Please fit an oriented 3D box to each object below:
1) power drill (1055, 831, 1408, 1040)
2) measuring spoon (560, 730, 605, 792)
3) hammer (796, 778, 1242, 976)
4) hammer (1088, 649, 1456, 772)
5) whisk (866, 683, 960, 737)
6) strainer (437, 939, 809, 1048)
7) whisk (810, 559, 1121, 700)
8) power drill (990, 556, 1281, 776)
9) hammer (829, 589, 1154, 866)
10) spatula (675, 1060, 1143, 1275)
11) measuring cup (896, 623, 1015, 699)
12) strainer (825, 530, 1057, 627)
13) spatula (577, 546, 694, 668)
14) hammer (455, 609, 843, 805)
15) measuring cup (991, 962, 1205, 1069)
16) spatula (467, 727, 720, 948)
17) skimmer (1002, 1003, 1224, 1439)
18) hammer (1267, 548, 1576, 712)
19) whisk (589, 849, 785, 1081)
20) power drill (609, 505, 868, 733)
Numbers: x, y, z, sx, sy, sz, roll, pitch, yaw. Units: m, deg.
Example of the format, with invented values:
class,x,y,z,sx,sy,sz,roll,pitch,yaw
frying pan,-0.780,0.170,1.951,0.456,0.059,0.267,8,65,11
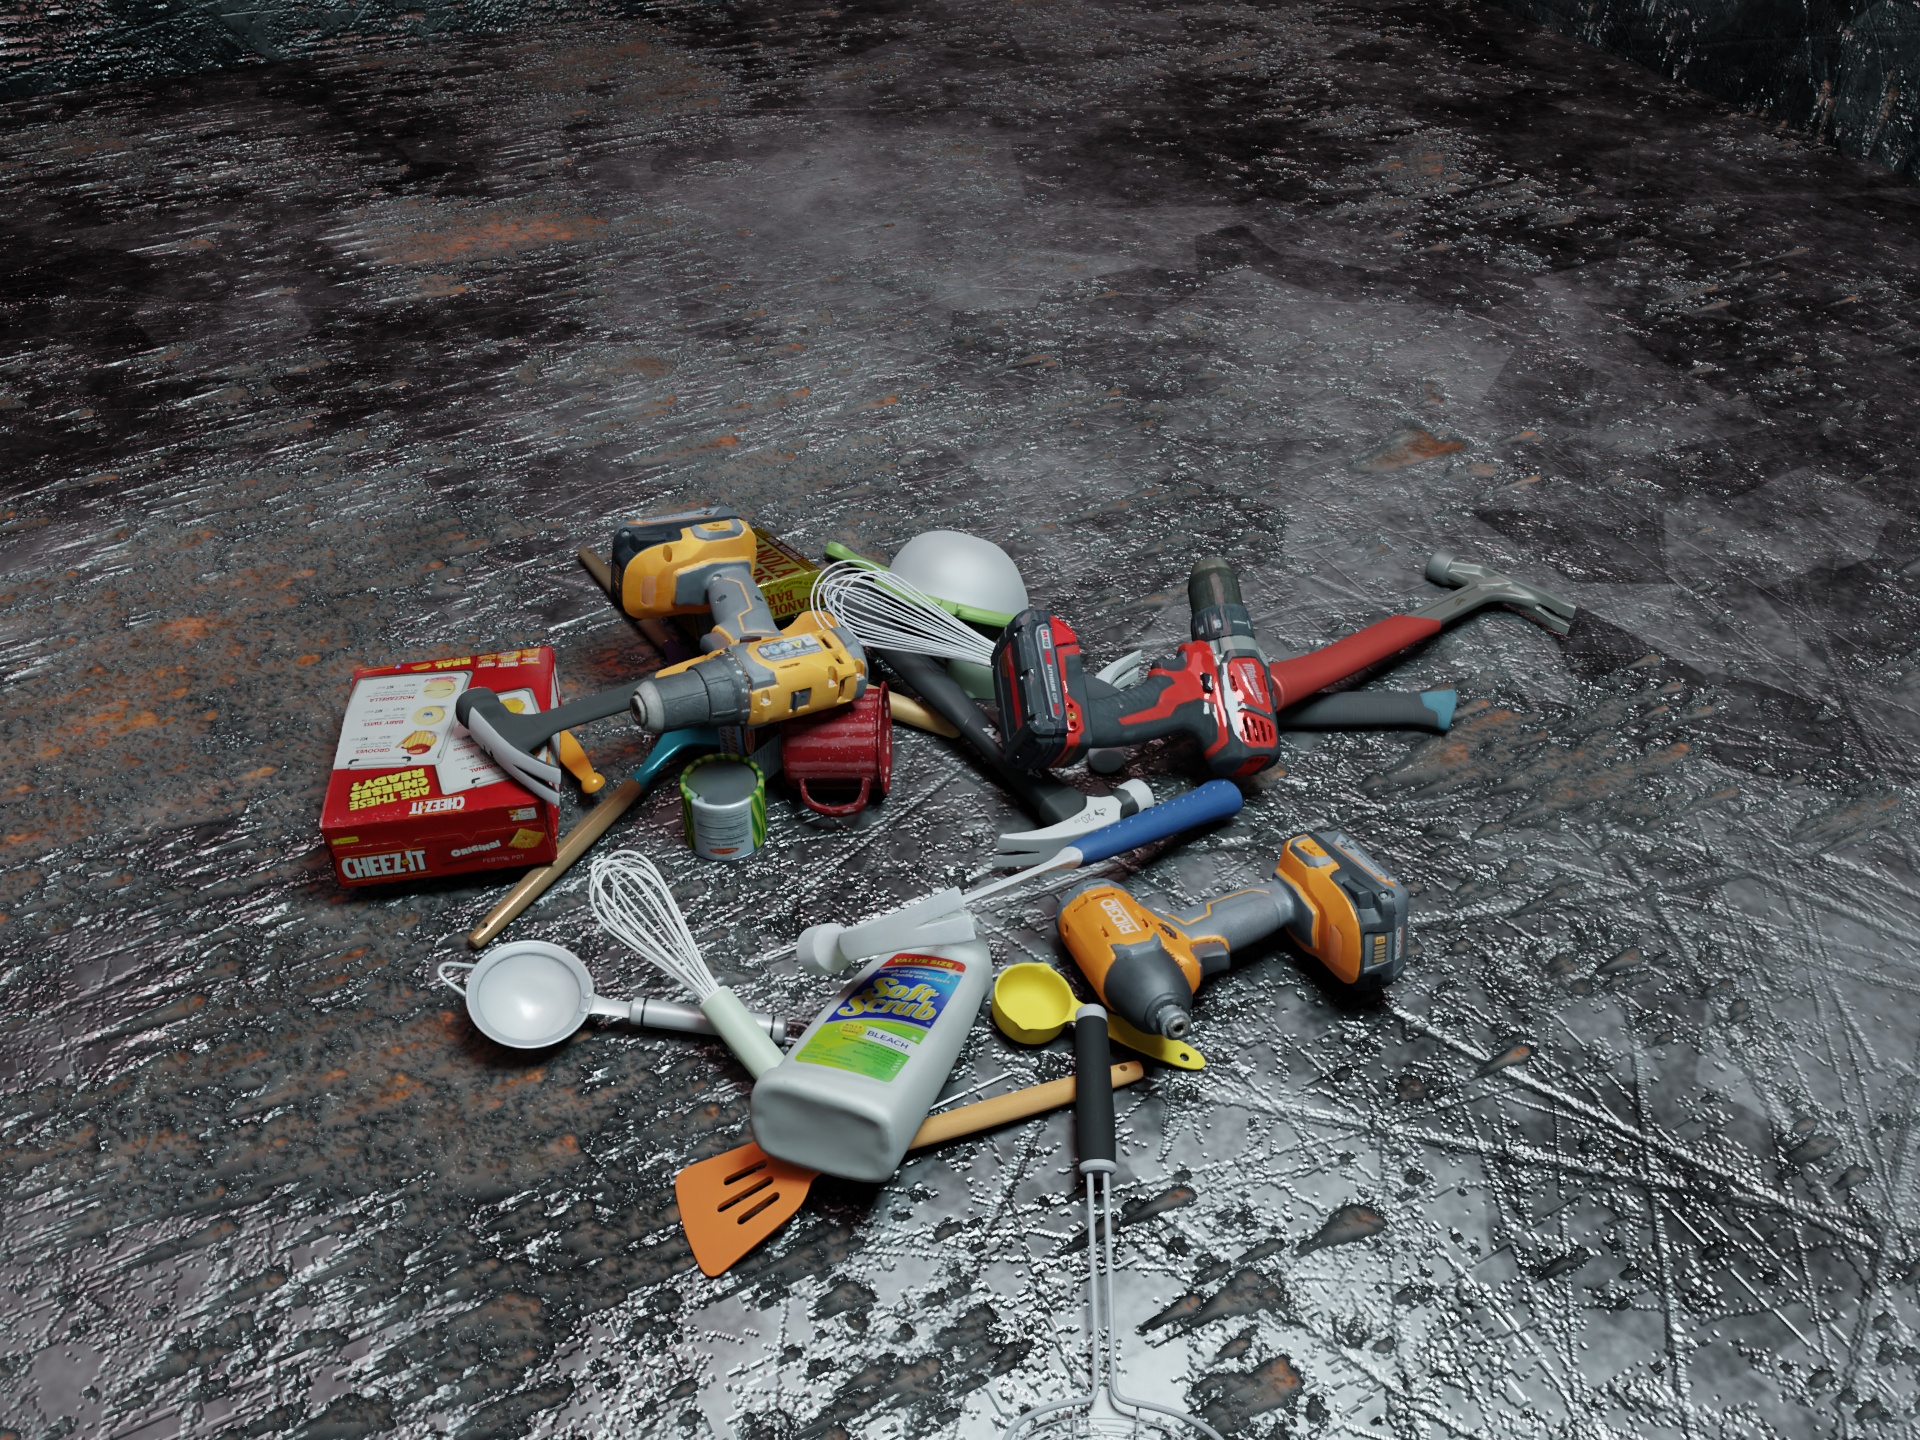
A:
class,x,y,z,sx,sy,sz,roll,pitch,yaw
power drill,0.198,0.158,1.128,0.226,0.084,0.164,-10,25,-12
measuring spoon,-0.320,0.029,1.308,0.021,0.011,0.117,-33,38,-15
hammer,0.077,0.102,1.147,0.405,0.035,0.144,-16,-3,-44
hammer,0.270,-0.008,1.383,0.331,0.033,0.128,0,42,-3
whisk,-0.112,-0.031,1.387,0.245,0.047,0.051,19,42,11
strainer,-0.232,0.204,1.107,0.258,0.050,0.087,8,47,-2
whisk,0.010,-0.059,1.328,0.284,0.070,0.070,22,41,-4
power drill,0.144,-0.046,1.288,0.226,0.080,0.188,-1,68,-16
hammer,-0.002,-0.004,1.329,0.146,0.035,0.335,-24,53,-34
spatula,-0.024,0.277,1.047,0.322,0.041,0.081,-11,42,-21
measuring cup,-0.014,-0.073,1.436,0.168,0.038,0.083,22,45,18
strainer,-0.034,-0.150,1.470,0.151,0.069,0.257,4,16,-46
spatula,-0.278,-0.080,1.442,0.059,0.018,0.316,-1,33,-41
hammer,-0.223,-0.028,1.278,0.337,0.034,0.127,-23,46,-40
measuring cup,0.095,0.220,1.123,0.156,0.029,0.062,21,43,3
spatula,-0.273,0.076,1.267,0.082,0.044,0.317,24,50,22
skimmer,0.088,0.308,0.950,0.127,0.090,0.364,2,45,0
hammer,0.395,-0.073,1.424,0.359,0.036,0.149,-23,42,-37
whisk,-0.173,0.184,1.086,0.246,0.058,0.059,47,13,16
power drill,-0.203,-0.073,1.254,0.185,0.084,0.226,-15,46,-31
